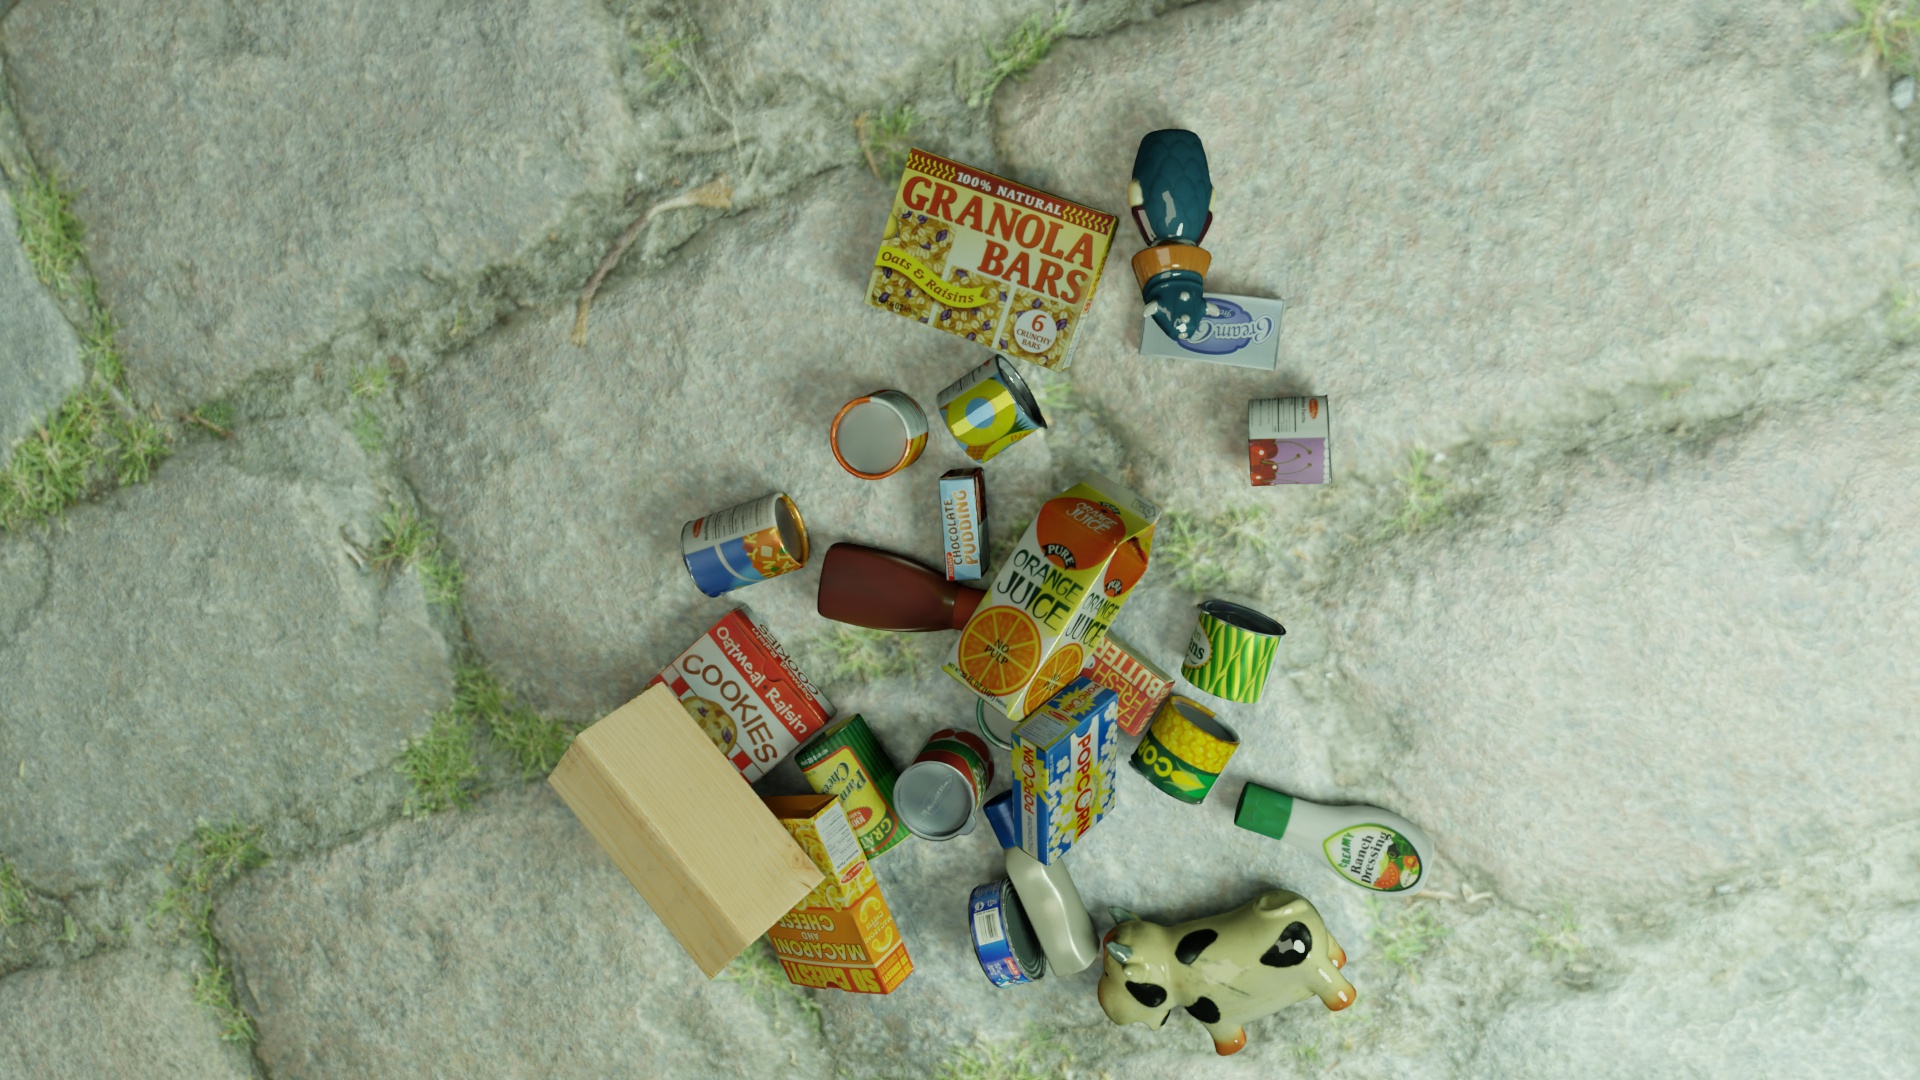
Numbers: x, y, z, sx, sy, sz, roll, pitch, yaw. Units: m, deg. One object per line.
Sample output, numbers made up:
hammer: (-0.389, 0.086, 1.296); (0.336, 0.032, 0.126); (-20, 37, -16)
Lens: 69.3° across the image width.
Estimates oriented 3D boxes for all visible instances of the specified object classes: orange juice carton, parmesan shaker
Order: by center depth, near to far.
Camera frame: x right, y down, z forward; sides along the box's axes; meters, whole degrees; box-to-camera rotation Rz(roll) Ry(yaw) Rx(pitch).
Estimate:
orange juice carton: (0.075, 0.041, 1.058); (0.072, 0.073, 0.192); (34, 93, 29)
parmesan shaker: (-0.085, 0.205, 1.147); (0.071, 0.071, 0.103); (-33, 92, 16)

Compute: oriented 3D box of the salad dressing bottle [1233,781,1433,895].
salad dressing bottle: (0.289, 0.229, 1.083); (0.148, 0.044, 0.064); (18, 105, 9)

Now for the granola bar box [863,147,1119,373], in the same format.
granola bar box: (0.022, -0.214, 1.060); (0.166, 0.039, 0.124); (21, 104, 7)

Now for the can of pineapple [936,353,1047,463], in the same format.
can of pineapple: (0.024, -0.099, 1.067); (0.058, 0.071, 0.071); (-32, 93, 16)

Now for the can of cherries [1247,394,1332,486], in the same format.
can of cherries: (0.243, -0.071, 1.026); (0.058, 0.072, 0.071); (-3, 100, 13)

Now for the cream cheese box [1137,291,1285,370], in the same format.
cream cheese box: (0.188, -0.160, 1.042); (0.104, 0.024, 0.053); (8, 102, 11)

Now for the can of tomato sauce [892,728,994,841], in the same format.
can of tomato sauce: (-0.010, 0.196, 1.120); (0.071, 0.083, 0.071); (2, 101, 12)

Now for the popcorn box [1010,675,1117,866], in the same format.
popcorn box: (0.081, 0.178, 1.072); (0.038, 0.085, 0.126); (28, 135, 36)

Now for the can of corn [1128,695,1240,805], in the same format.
can of corn: (0.174, 0.162, 1.082); (0.071, 0.071, 0.058); (31, 105, 5)

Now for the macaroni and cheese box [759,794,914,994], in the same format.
macaroni and cheese box: (-0.122, 0.293, 1.151); (0.123, 0.040, 0.166); (-12, 105, 42)

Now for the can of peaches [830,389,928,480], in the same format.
can of peaches: (-0.065, -0.082, 1.093); (0.071, 0.058, 0.071); (2, 101, 11)

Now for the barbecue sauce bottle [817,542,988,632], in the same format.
barbecue sauce bottle: (-0.038, 0.046, 1.119); (0.148, 0.044, 0.064); (12, 102, 9)

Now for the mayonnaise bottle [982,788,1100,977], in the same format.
mayonnaise bottle: (0.065, 0.276, 1.132); (0.041, 0.065, 0.148); (-26, 90, 17)

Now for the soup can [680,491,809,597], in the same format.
soup can: (-0.173, 0.005, 1.130); (0.083, 0.071, 0.071); (-18, 96, 14)

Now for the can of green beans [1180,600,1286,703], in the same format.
can of green beans: (0.208, 0.085, 1.062); (0.071, 0.071, 0.057); (19, 105, 8)

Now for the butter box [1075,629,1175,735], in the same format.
butter box: (0.113, 0.101, 1.093); (0.103, 0.024, 0.053); (38, 106, 20)

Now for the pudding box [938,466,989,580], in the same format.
pudding box: (0.004, -0.014, 1.096); (0.030, 0.050, 0.083); (-2, 101, 11)

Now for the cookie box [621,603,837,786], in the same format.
cookie box: (-0.206, 0.152, 1.176); (0.167, 0.040, 0.123); (-40, 90, 16)

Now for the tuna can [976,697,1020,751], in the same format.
tuna can: (0.046, 0.133, 1.122); (0.071, 0.033, 0.071); (2, 101, 11)
